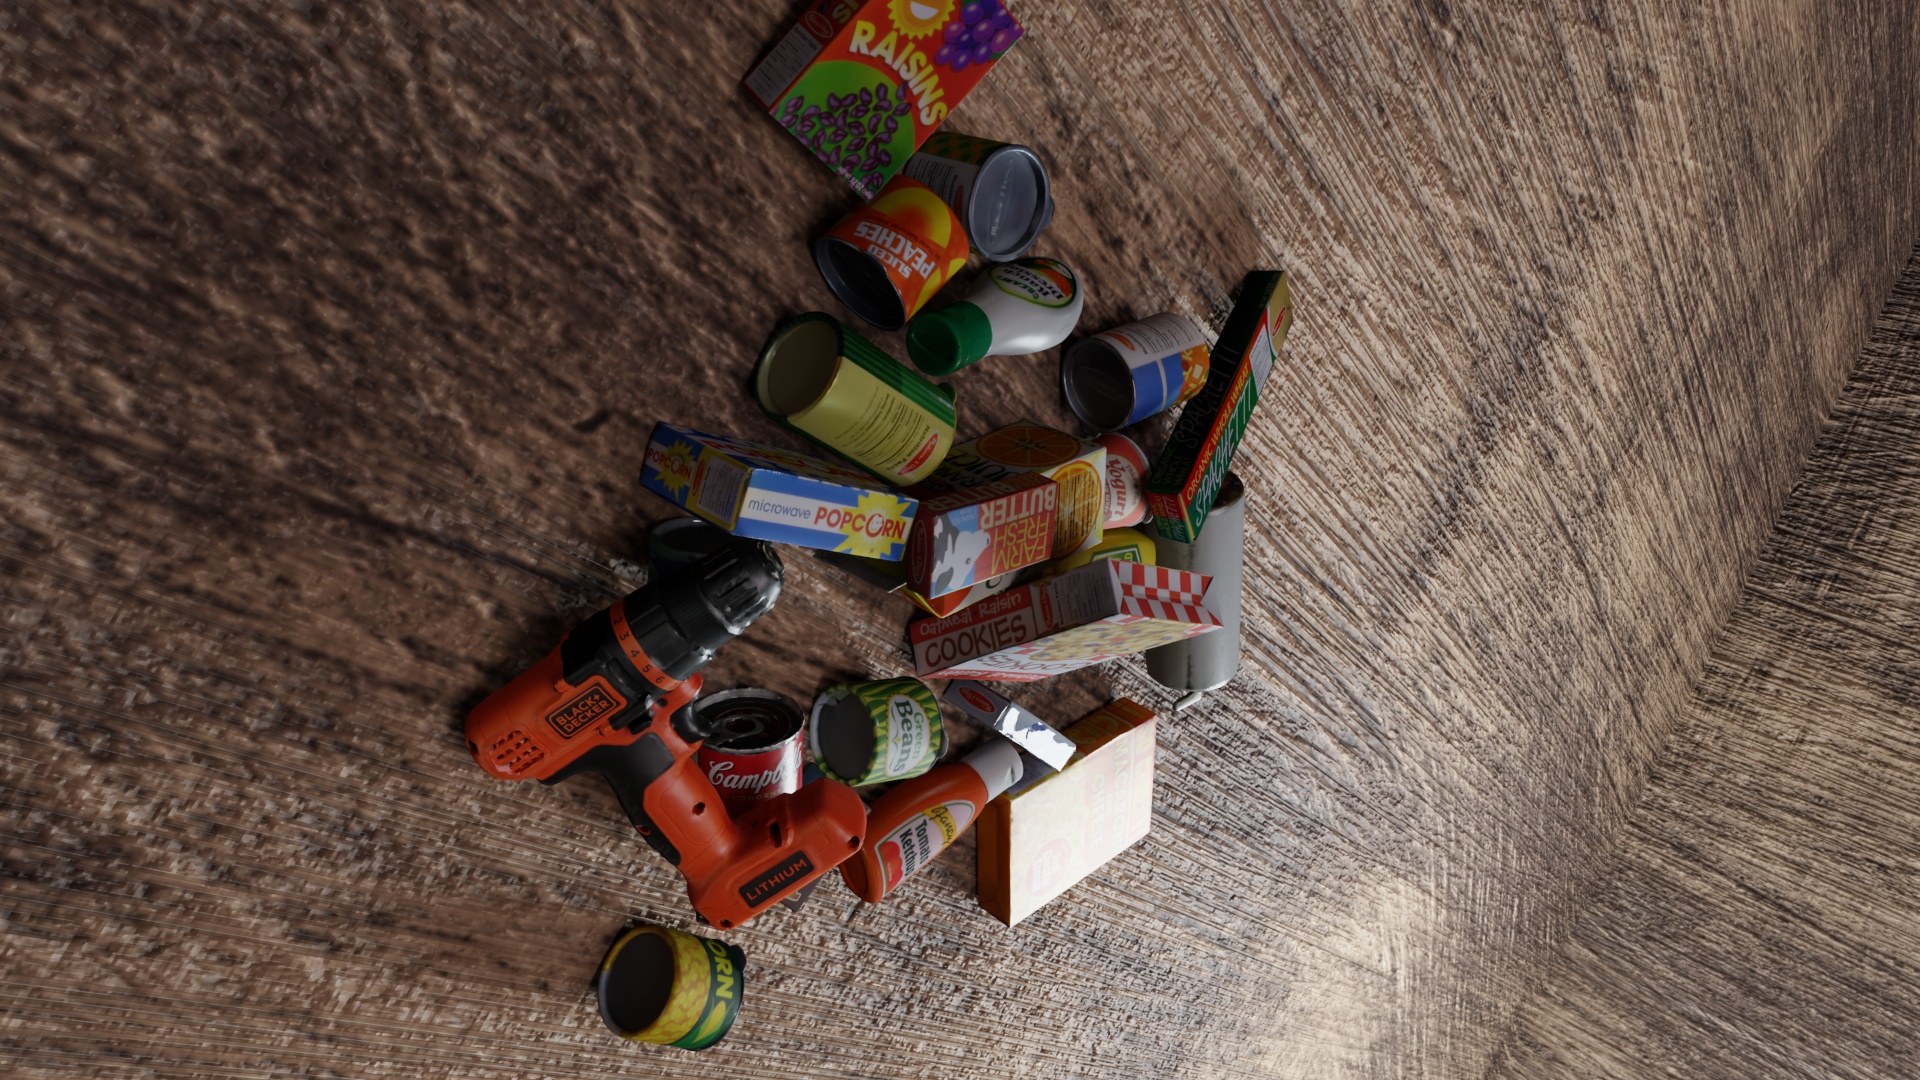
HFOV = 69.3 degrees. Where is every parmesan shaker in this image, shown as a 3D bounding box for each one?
[{"bbox_3d":[-0.057,-0.081,0.783,0.103,0.071,0.071,29,87,-49],"label":"parmesan shaker"}]

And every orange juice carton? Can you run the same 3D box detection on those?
[{"bbox_3d":[0.003,-0.011,0.878,0.193,0.072,0.072,-24,125,-38],"label":"orange juice carton"}]

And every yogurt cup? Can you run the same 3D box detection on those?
[{"bbox_3d":[0.093,-0.037,0.970,0.054,0.072,0.072,-17,121,-32],"label":"yogurt cup"}]

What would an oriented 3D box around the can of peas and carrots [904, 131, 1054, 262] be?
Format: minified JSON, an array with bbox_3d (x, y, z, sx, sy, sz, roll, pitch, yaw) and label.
[{"bbox_3d":[0.010,-0.199,0.803,0.071,0.059,0.070,-24,126,-39],"label":"can of peas and carrots"}]

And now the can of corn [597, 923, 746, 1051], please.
[{"bbox_3d":[-0.172,0.265,0.830,0.058,0.071,0.071,36,81,-49],"label":"can of corn"}]

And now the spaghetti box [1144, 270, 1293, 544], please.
[{"bbox_3d":[0.193,-0.103,1.014,0.251,0.028,0.050,-60,142,-34],"label":"spaghetti box"}]

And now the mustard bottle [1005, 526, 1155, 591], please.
[{"bbox_3d":[0.076,0.022,0.990,0.161,0.049,0.065,-5,109,-46],"label":"mustard bottle"}]

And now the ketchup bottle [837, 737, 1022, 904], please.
[{"bbox_3d":[-0.020,0.189,0.975,0.149,0.043,0.064,-30,129,-35],"label":"ketchup bottle"}]

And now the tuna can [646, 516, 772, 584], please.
[{"bbox_3d":[-0.132,0.013,0.745,0.071,0.071,0.032,-12,116,-43],"label":"tuna can"}]

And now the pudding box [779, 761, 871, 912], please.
[{"bbox_3d":[-0.102,0.191,0.898,0.084,0.030,0.049,-53,137,-15],"label":"pudding box"}]

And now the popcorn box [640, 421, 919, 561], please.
[{"bbox_3d":[-0.097,-0.025,0.754,0.127,0.085,0.038,11,100,-49],"label":"popcorn box"}]

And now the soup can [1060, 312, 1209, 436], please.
[{"bbox_3d":[0.120,-0.115,0.959,0.084,0.071,0.071,-23,125,-39],"label":"soup can"}]

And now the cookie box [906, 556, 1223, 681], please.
[{"bbox_3d":[0.068,0.056,0.917,0.123,0.167,0.040,9,66,-49],"label":"cookie box"}]

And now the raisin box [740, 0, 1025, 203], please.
[{"bbox_3d":[-0.038,-0.248,0.713,0.123,0.040,0.086,-45,139,9],"label":"raisin box"}]

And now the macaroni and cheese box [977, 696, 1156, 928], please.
[{"bbox_3d":[0.085,0.211,1.100,0.167,0.040,0.123,-23,124,-38],"label":"macaroni and cheese box"}]

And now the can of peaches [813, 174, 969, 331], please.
[{"bbox_3d":[-0.037,-0.159,0.764,0.058,0.071,0.071,-48,137,-20],"label":"can of peaches"}]

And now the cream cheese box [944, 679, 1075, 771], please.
[{"bbox_3d":[0.037,0.130,0.998,0.024,0.053,0.103,-57,139,-5],"label":"cream cheese box"}]

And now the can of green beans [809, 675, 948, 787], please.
[{"bbox_3d":[-0.054,0.121,0.886,0.058,0.071,0.071,0,109,-47],"label":"can of green beans"}]

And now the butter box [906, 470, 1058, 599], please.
[{"bbox_3d":[0.013,-0.004,0.816,0.104,0.024,0.053,-17,120,-41],"label":"butter box"}]

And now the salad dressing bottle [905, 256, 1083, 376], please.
[{"bbox_3d":[0.022,-0.133,0.827,0.148,0.064,0.043,-35,154,-52],"label":"salad dressing bottle"}]
